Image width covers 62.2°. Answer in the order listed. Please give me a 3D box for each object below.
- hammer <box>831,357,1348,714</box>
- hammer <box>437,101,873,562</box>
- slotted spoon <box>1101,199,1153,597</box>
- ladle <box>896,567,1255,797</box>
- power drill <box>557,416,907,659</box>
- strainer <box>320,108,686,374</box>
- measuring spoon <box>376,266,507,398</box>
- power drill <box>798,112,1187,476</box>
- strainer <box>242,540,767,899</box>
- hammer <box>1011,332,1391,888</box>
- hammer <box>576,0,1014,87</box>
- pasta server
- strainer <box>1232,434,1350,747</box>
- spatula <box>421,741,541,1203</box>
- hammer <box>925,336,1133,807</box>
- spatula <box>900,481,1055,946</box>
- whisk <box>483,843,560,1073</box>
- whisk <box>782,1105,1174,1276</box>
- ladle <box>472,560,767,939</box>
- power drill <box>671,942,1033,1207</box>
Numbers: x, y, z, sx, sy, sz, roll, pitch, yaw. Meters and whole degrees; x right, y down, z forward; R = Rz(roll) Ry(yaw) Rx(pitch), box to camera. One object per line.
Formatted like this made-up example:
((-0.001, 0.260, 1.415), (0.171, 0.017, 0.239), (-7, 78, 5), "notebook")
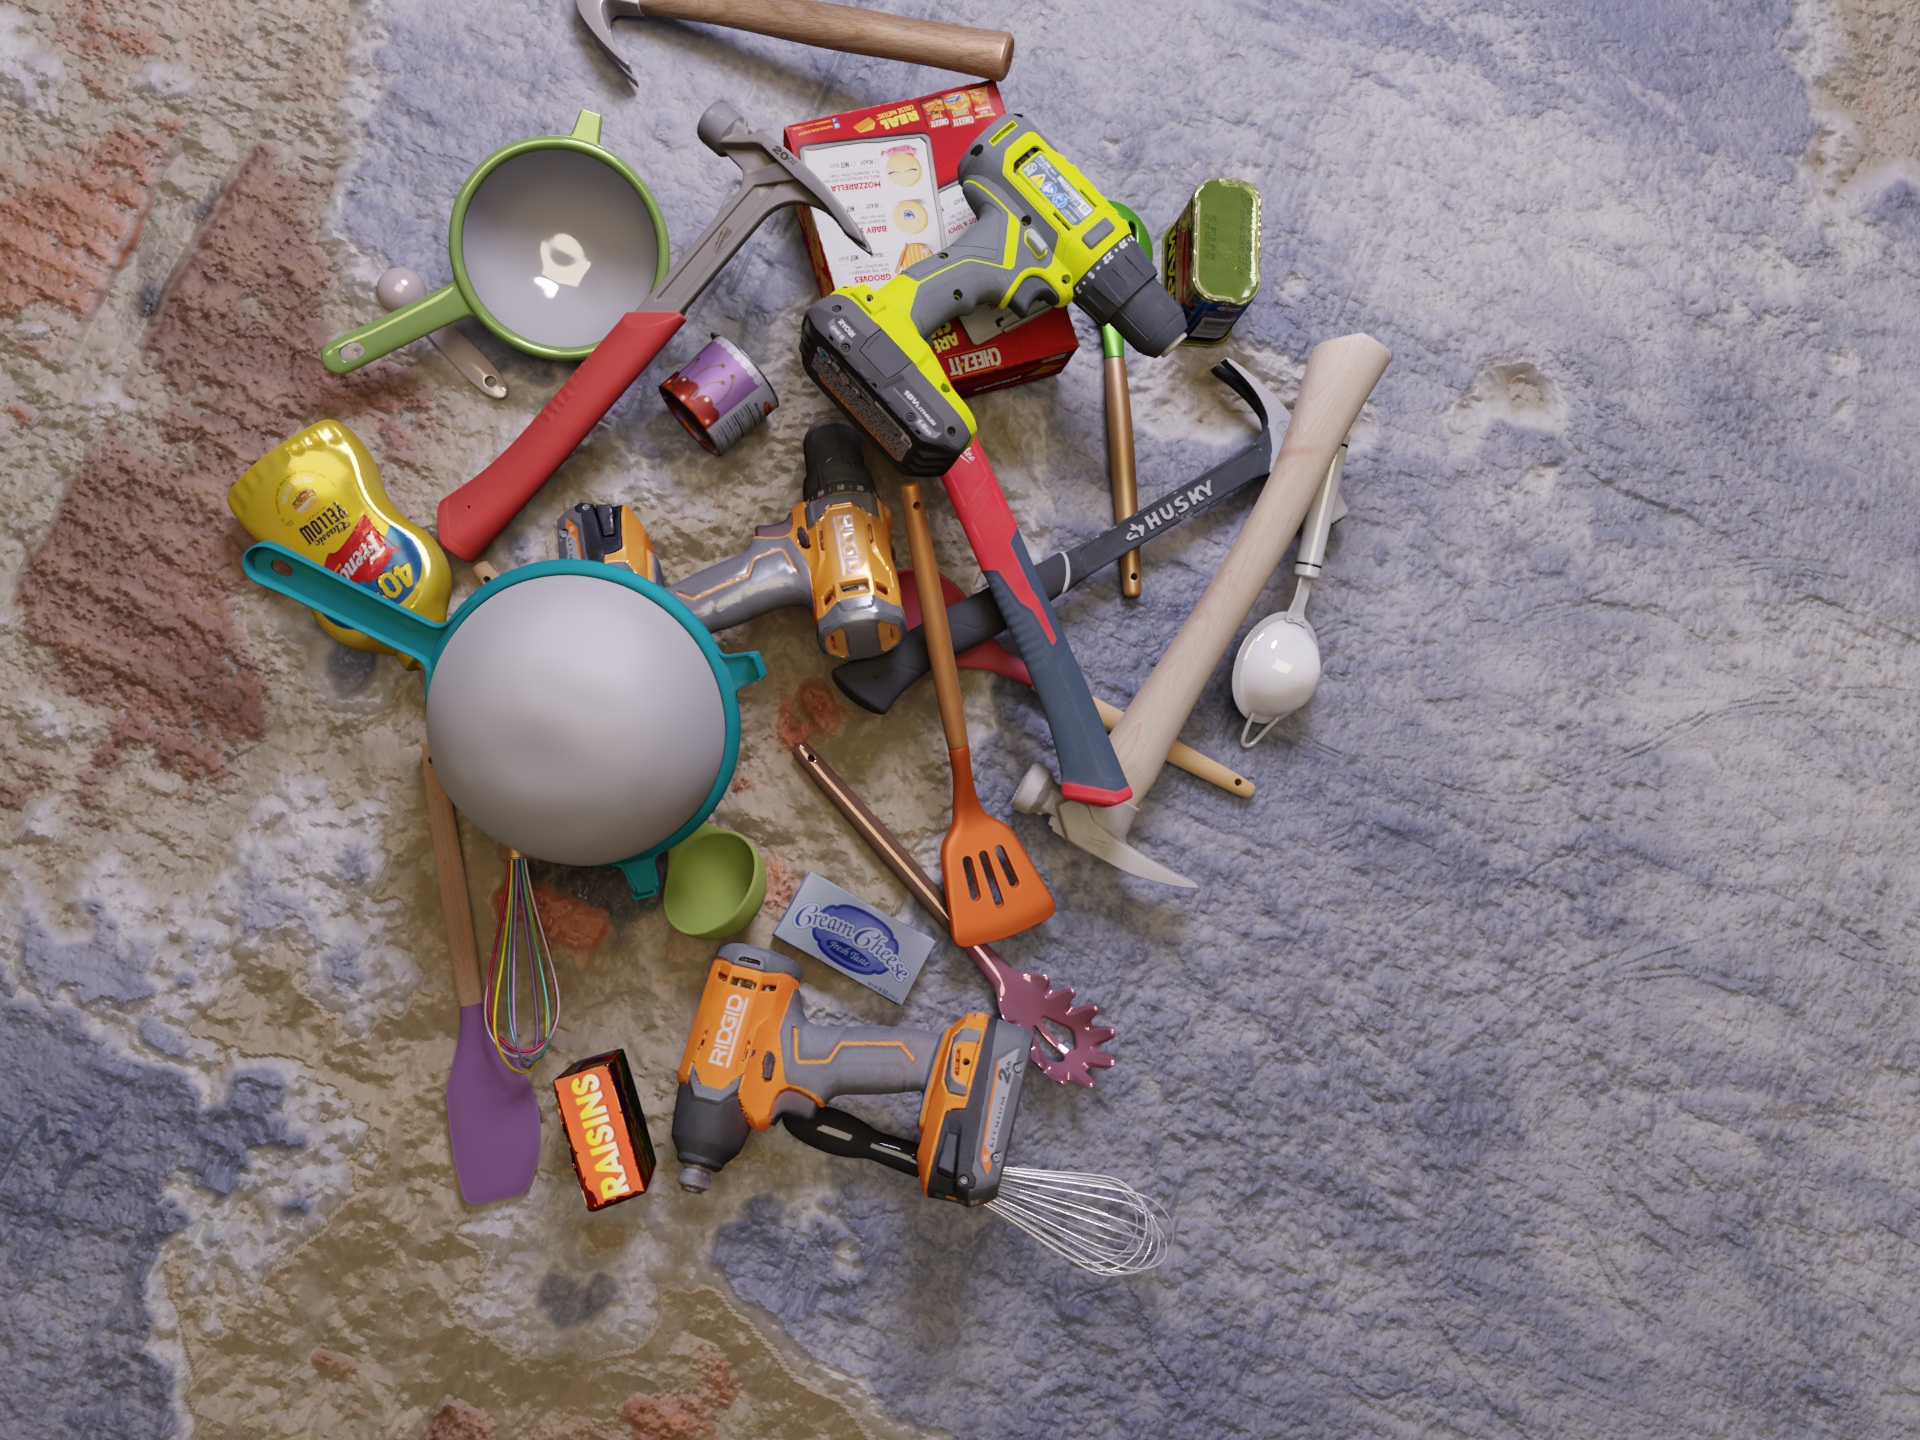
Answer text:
((0.088, -0.121, 1.153), (0.409, 0.036, 0.149), (-30, 93, -15), "hammer")
((-0.227, -0.244, 1.094), (0.149, 0.036, 0.359), (44, 97, 10), "hammer")
((0.121, -0.248, 1.203), (0.070, 0.031, 0.314), (-2, 84, -11), "slotted spoon")
((0.078, -0.019, 1.167), (0.315, 0.031, 0.069), (28, 78, -5), "ladle")
((-0.158, -0.120, 1.104), (0.226, 0.084, 0.186), (-9, 63, -2), "power drill")
((-0.331, -0.311, 1.130), (0.256, 0.069, 0.151), (-27, 110, -3), "strainer")
((-0.372, -0.279, 1.144), (0.124, 0.018, 0.034), (45, 79, -1), "measuring spoon")
((0.025, -0.270, 1.062), (0.228, 0.080, 0.190), (-44, 92, -15), "power drill")
((-0.308, -0.019, 1.001), (0.340, 0.095, 0.211), (27, 108, -5), "strainer")
((0.198, -0.081, 1.128), (0.146, 0.038, 0.410), (30, 93, 3), "hammer")
((-0.125, -0.513, 1.168), (0.331, 0.031, 0.130), (14, 83, 8), "hammer")
((-0.010, 0.135, 1.130), (0.060, 0.040, 0.316), (-41, 88, -23), "pasta server")
((0.253, -0.102, 1.165), (0.086, 0.050, 0.258), (10, 93, -37), "strainer")
((-0.337, 0.169, 1.091), (0.059, 0.018, 0.316), (-10, 85, -12), "spatula")
((0.041, -0.124, 1.103), (0.143, 0.038, 0.386), (-24, 88, -11), "hammer")
((-0.002, -0.003, 1.093), (0.081, 0.041, 0.322), (-16, 107, -19), "spatula")
((-0.303, 0.116, 1.086), (0.047, 0.051, 0.245), (2, 76, -35), "whisk")
((0.012, 0.318, 1.101), (0.284, 0.070, 0.070), (20, 81, 0), "whisk")
((-0.245, 0.016, 1.105), (0.078, 0.062, 0.320), (-38, 86, 4), "ladle")
((-0.077, 0.252, 1.058), (0.226, 0.084, 0.164), (13, 67, 6), "power drill")
